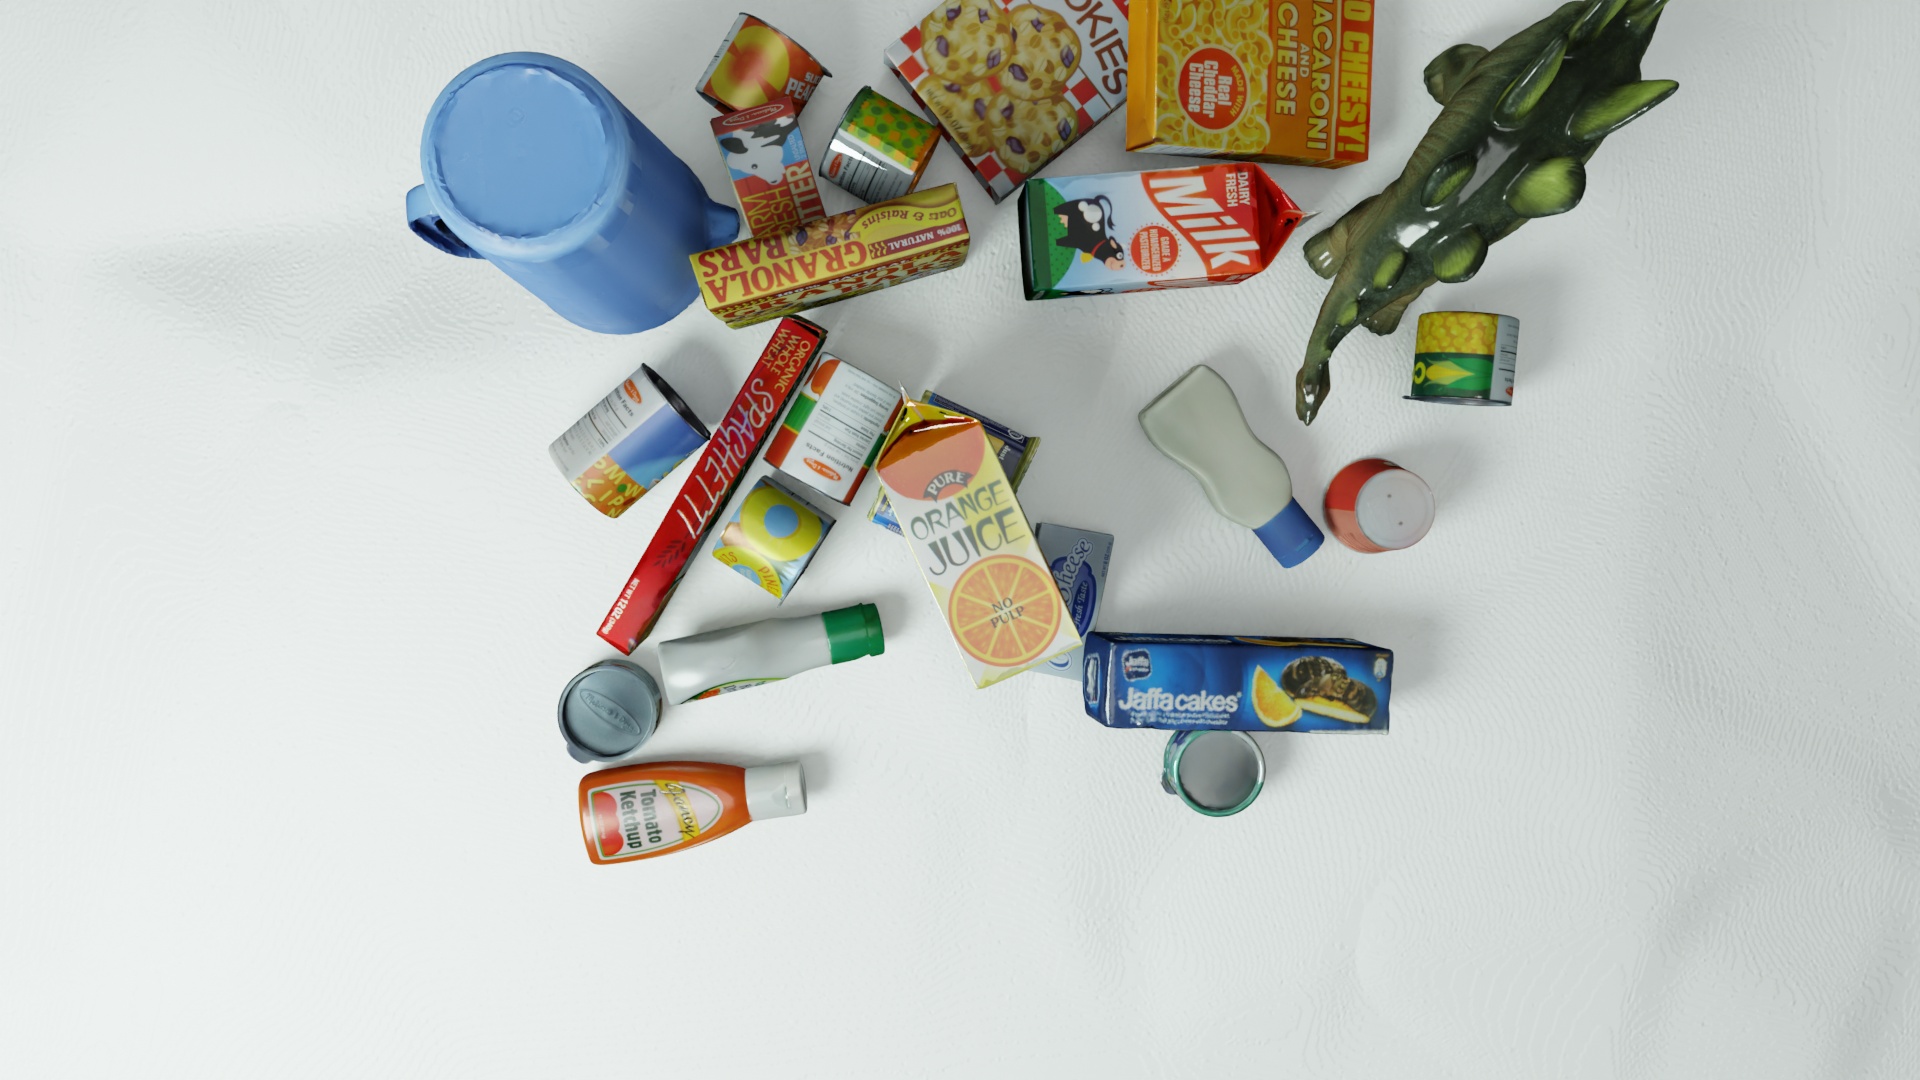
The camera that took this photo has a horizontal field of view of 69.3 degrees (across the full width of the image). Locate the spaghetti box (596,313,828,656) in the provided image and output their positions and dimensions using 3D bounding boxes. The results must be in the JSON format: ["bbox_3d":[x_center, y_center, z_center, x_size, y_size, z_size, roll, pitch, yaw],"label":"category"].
[{"bbox_3d":[-0.163,-0.038,0.916,0.029,0.050,0.249,31,98,-5],"label":"spaghetti box"}]

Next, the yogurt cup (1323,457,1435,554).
[{"bbox_3d":[0.288,-0.022,0.949,0.072,0.054,0.072,0,94,-2],"label":"yogurt cup"}]

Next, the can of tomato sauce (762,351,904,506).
[{"bbox_3d":[-0.083,-0.075,0.924,0.071,0.071,0.083,29,92,-4],"label":"can of tomato sauce"}]

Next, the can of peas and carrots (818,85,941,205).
[{"bbox_3d":[-0.051,-0.256,0.913,0.059,0.071,0.071,29,92,-5],"label":"can of peas and carrots"}]

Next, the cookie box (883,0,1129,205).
[{"bbox_3d":[0.052,-0.326,0.925,0.167,0.040,0.123,-39,96,1],"label":"cookie box"}]

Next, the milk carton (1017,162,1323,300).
[{"bbox_3d":[0.137,-0.205,0.921,0.191,0.072,0.073,-5,94,-3],"label":"milk carton"}]

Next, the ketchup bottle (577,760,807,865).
[{"bbox_3d":[-0.180,0.179,0.946,0.149,0.043,0.064,-8,95,-3],"label":"ketchup bottle"}]

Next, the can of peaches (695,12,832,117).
[{"bbox_3d":[-0.129,-0.298,0.905,0.071,0.071,0.058,32,93,-4],"label":"can of peaches"}]

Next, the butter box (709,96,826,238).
[{"bbox_3d":[-0.121,-0.233,0.899,0.053,0.103,0.024,-17,51,-1],"label":"butter box"}]

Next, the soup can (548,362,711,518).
[{"bbox_3d":[-0.217,-0.064,0.918,0.084,0.071,0.071,-41,95,2],"label":"soup can"}]

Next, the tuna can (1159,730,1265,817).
[{"bbox_3d":[0.174,0.158,0.966,0.071,0.033,0.071,0,94,-3],"label":"tuna can"}]

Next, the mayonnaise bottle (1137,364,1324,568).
[{"bbox_3d":[0.189,-0.047,0.950,0.065,0.041,0.148,-40,96,2],"label":"mayonnaise bottle"}]

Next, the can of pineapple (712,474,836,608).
[{"bbox_3d":[-0.125,0.000,0.924,0.058,0.071,0.071,33,92,-3],"label":"can of pineapple"}]

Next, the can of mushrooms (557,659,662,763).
[{"bbox_3d":[-0.239,0.117,0.944,0.071,0.033,0.071,0,94,-3],"label":"can of mushrooms"}]

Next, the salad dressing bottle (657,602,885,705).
[{"bbox_3d":[-0.126,0.074,0.935,0.148,0.064,0.044,-12,85,-9],"label":"salad dressing bottle"}]

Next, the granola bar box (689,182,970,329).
[{"bbox_3d":[-0.079,-0.178,0.886,0.166,0.124,0.039,-16,94,-1],"label":"granola bar box"}]

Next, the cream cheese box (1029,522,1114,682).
[{"bbox_3d":[0.069,0.042,0.958,0.053,0.024,0.103,11,93,-2],"label":"cream cheese box"}]

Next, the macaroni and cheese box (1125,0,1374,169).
[{"bbox_3d":[0.190,-0.312,0.905,0.167,0.040,0.123,-2,97,-23],"label":"macaroni and cheese box"}]

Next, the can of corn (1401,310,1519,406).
[{"bbox_3d":[0.338,-0.122,0.940,0.071,0.071,0.058,5,93,-3],"label":"can of corn"}]

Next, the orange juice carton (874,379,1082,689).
[{"bbox_3d":[0.003,-0.011,0.870,0.073,0.072,0.192,-25,92,2],"label":"orange juice carton"}]
